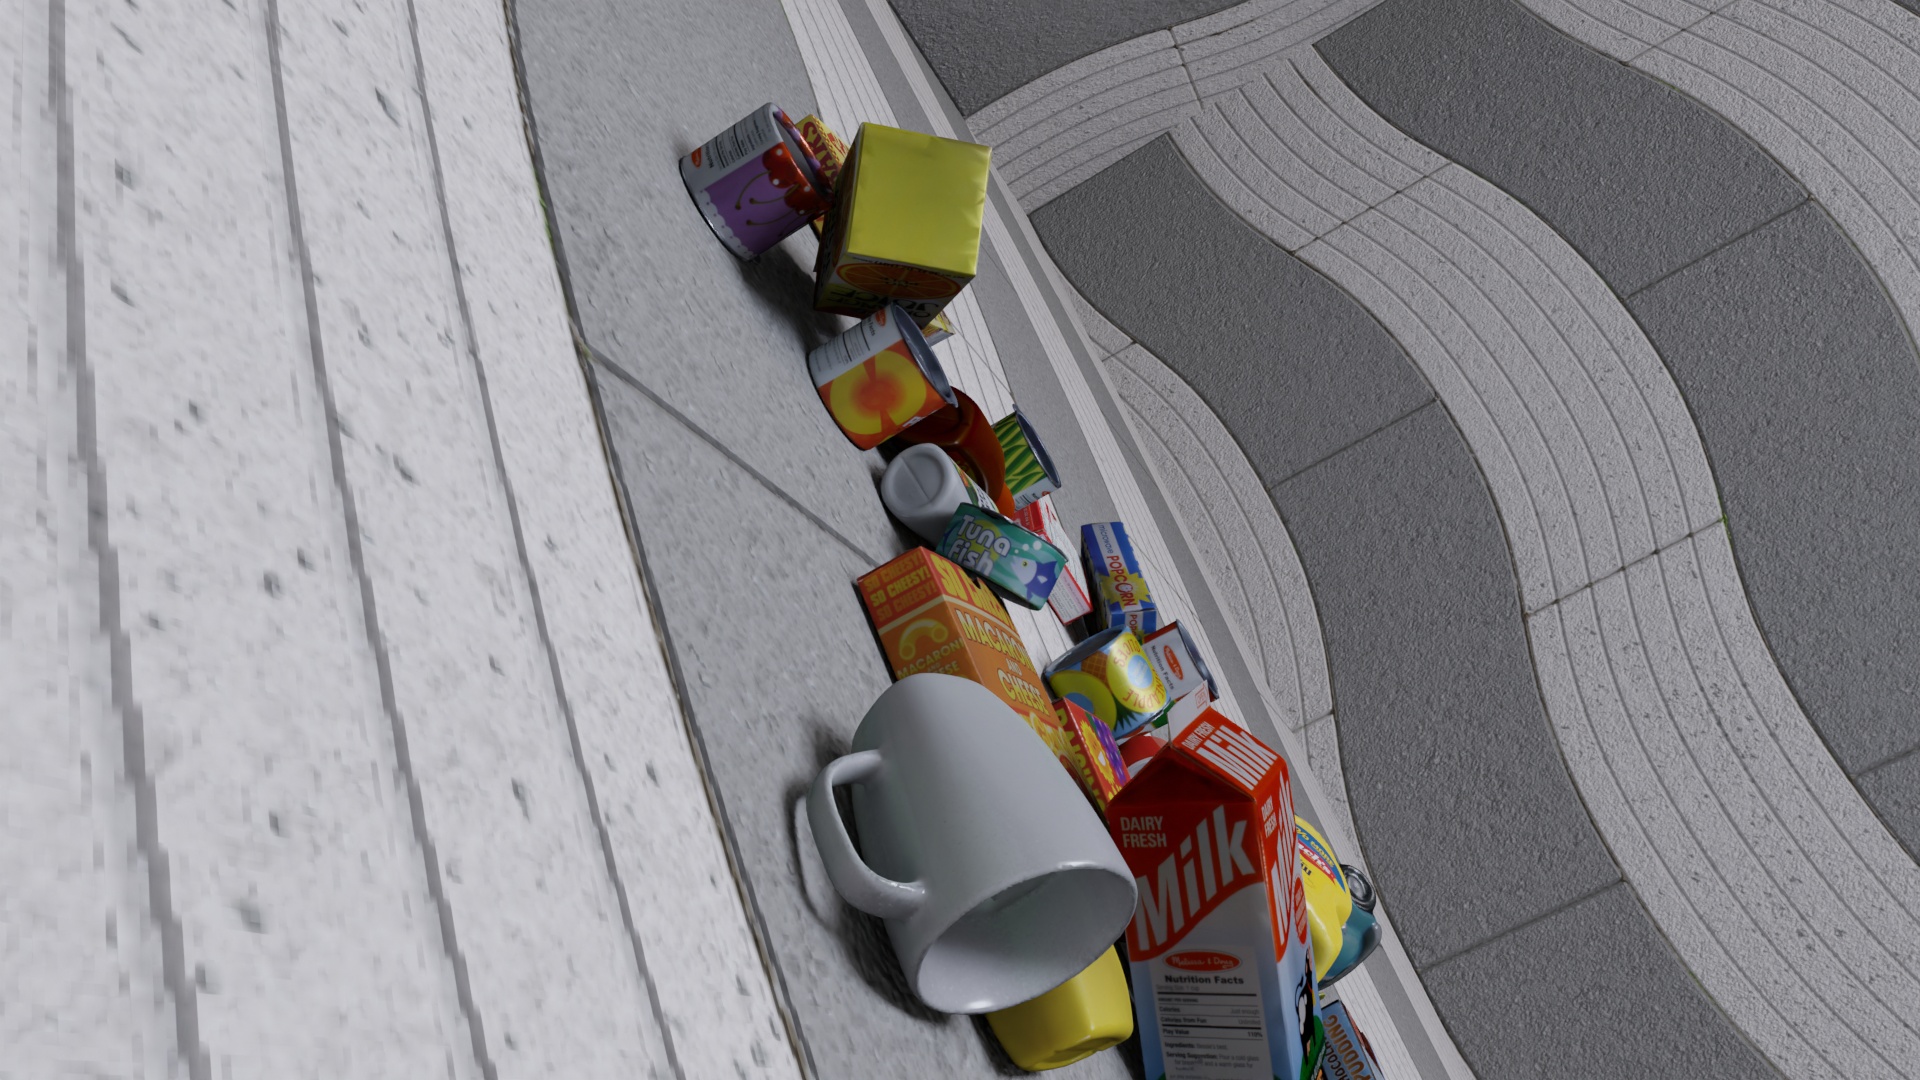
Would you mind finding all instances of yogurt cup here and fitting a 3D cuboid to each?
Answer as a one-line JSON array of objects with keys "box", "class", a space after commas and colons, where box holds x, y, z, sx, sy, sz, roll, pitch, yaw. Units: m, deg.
[{"box": [0.123, 0.160, 0.889, 0.072, 0.072, 0.054, 58, 4, -14], "class": "yogurt cup"}]

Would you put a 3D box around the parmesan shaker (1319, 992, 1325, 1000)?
[{"box": [0.170, 0.247, 0.863, 0.071, 0.071, 0.103, 43, 21, -56], "class": "parmesan shaker"}]

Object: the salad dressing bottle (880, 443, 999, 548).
[{"box": [0.003, -0.010, 0.828, 0.064, 0.044, 0.147, 56, 8, 28], "class": "salad dressing bottle"}]

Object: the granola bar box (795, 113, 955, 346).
[{"box": [-0.070, -0.221, 1.029, 0.165, 0.039, 0.124, 62, 11, 3], "class": "granola bar box"}]

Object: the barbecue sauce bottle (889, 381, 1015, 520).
[{"box": [0.000, -0.048, 0.880, 0.044, 0.065, 0.148, -68, 157, -15], "class": "barbecue sauce bottle"}]

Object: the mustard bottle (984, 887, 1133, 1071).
[{"box": [0.017, 0.127, 0.557, 0.065, 0.049, 0.161, 39, 24, -57], "class": "mustard bottle"}]

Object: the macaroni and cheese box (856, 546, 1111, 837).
[{"box": [0.019, 0.093, 0.665, 0.167, 0.040, 0.123, 66, 12, 21], "class": "macaroni and cheese box"}]

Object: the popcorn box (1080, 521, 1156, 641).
[{"box": [0.125, 0.053, 1.124, 0.127, 0.038, 0.084, -102, -171, -56], "class": "popcorn box"}]

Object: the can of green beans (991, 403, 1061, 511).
[{"box": [0.033, -0.054, 1.024, 0.071, 0.058, 0.071, 57, 13, -20], "class": "can of green beans"}]

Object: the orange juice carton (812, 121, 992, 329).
[{"box": [-0.041, -0.173, 0.811, 0.192, 0.072, 0.073, 168, -70, -77], "class": "orange juice carton"}]

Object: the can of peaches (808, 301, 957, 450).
[{"box": [-0.044, -0.091, 0.789, 0.071, 0.058, 0.071, 57, 11, -18], "class": "can of peaches"}]

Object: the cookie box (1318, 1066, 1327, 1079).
[{"box": [0.208, 0.362, 0.832, 0.123, 0.040, 0.167, 63, 11, 8], "class": "cookie box"}]

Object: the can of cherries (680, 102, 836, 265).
[{"box": [-0.108, -0.194, 0.759, 0.071, 0.058, 0.072, 56, 13, -19], "class": "can of cherries"}]

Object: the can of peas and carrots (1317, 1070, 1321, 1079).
[{"box": [0.151, 0.267, 0.736, 0.059, 0.071, 0.071, 66, 12, 19], "class": "can of peas and carrots"}]

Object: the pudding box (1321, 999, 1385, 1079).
[{"box": [0.254, 0.345, 0.892, 0.049, 0.030, 0.084, 55, 11, -22], "class": "pudding box"}]

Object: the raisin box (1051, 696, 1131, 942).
[{"box": [0.076, 0.155, 0.763, 0.086, 0.040, 0.124, 37, 28, -61], "class": "raisin box"}]

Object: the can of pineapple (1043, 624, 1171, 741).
[{"box": [0.098, 0.095, 0.918, 0.058, 0.071, 0.071, 59, 12, -3], "class": "can of pineapple"}]

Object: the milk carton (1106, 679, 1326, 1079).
[{"box": [0.121, 0.167, 0.661, 0.072, 0.073, 0.190, -16, 98, -65], "class": "milk carton"}]

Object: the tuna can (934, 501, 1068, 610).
[{"box": [0.021, 0.008, 0.738, 0.071, 0.033, 0.071, 28, -7, 4], "class": "tuna can"}]

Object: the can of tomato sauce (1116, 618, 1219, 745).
[{"box": [0.142, 0.107, 1.038, 0.071, 0.083, 0.071, 57, 12, -19], "class": "can of tomato sauce"}]
